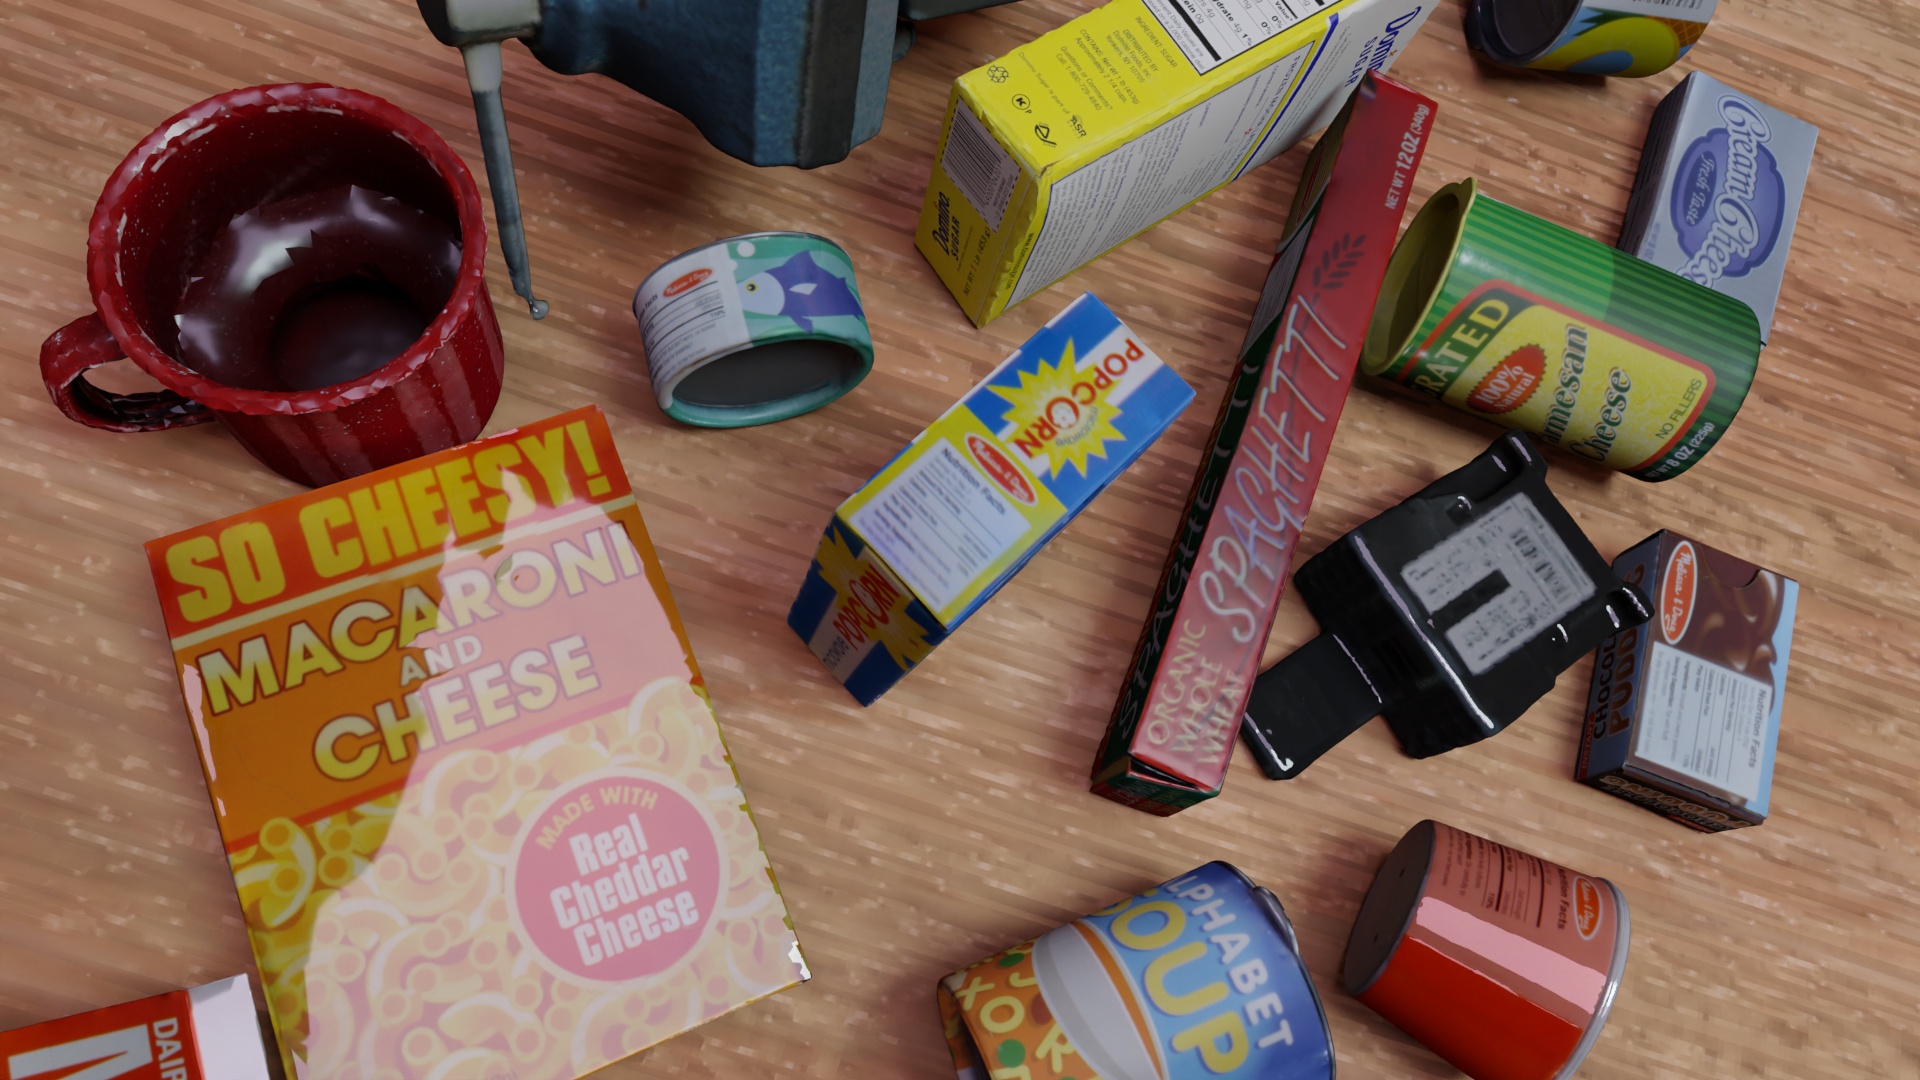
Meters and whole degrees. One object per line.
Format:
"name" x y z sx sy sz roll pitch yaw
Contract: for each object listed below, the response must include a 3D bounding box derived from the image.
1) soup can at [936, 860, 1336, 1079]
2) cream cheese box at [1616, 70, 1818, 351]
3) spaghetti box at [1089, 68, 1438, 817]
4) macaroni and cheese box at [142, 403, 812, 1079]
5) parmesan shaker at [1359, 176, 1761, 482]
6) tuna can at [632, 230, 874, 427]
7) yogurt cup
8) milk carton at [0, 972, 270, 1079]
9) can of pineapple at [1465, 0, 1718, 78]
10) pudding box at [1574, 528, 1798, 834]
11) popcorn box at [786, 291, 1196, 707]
"soup can" 0.044 0.128 0.361 0.084 0.071 0.071 -18 76 -15
"cream cheese box" 0.273 -0.118 0.506 0.053 0.024 0.104 26 70 -1
"spaghetti box" 0.097 -0.035 0.435 0.029 0.050 0.251 23 70 -1
"macaroni and cheese box" -0.127 0.061 0.370 0.124 0.040 0.166 -19 77 -15
"parmesan shaker" 0.194 -0.068 0.451 0.103 0.071 0.071 21 70 -2
"tuna can" -0.059 -0.060 0.410 0.071 0.071 0.033 -12 76 -13
"yogurt cup" 0.144 0.114 0.388 0.054 0.072 0.072 26 70 8
"milk carton" -0.248 0.159 0.300 0.191 0.073 0.072 -16 76 -15
"can of pineapple" 0.229 -0.204 0.504 0.058 0.070 0.071 0 72 -16
"pudding box" 0.232 0.045 0.443 0.050 0.030 0.084 21 70 -1
"popcorn box" 0.001 -0.005 0.368 0.085 0.126 0.038 -42 87 -19
